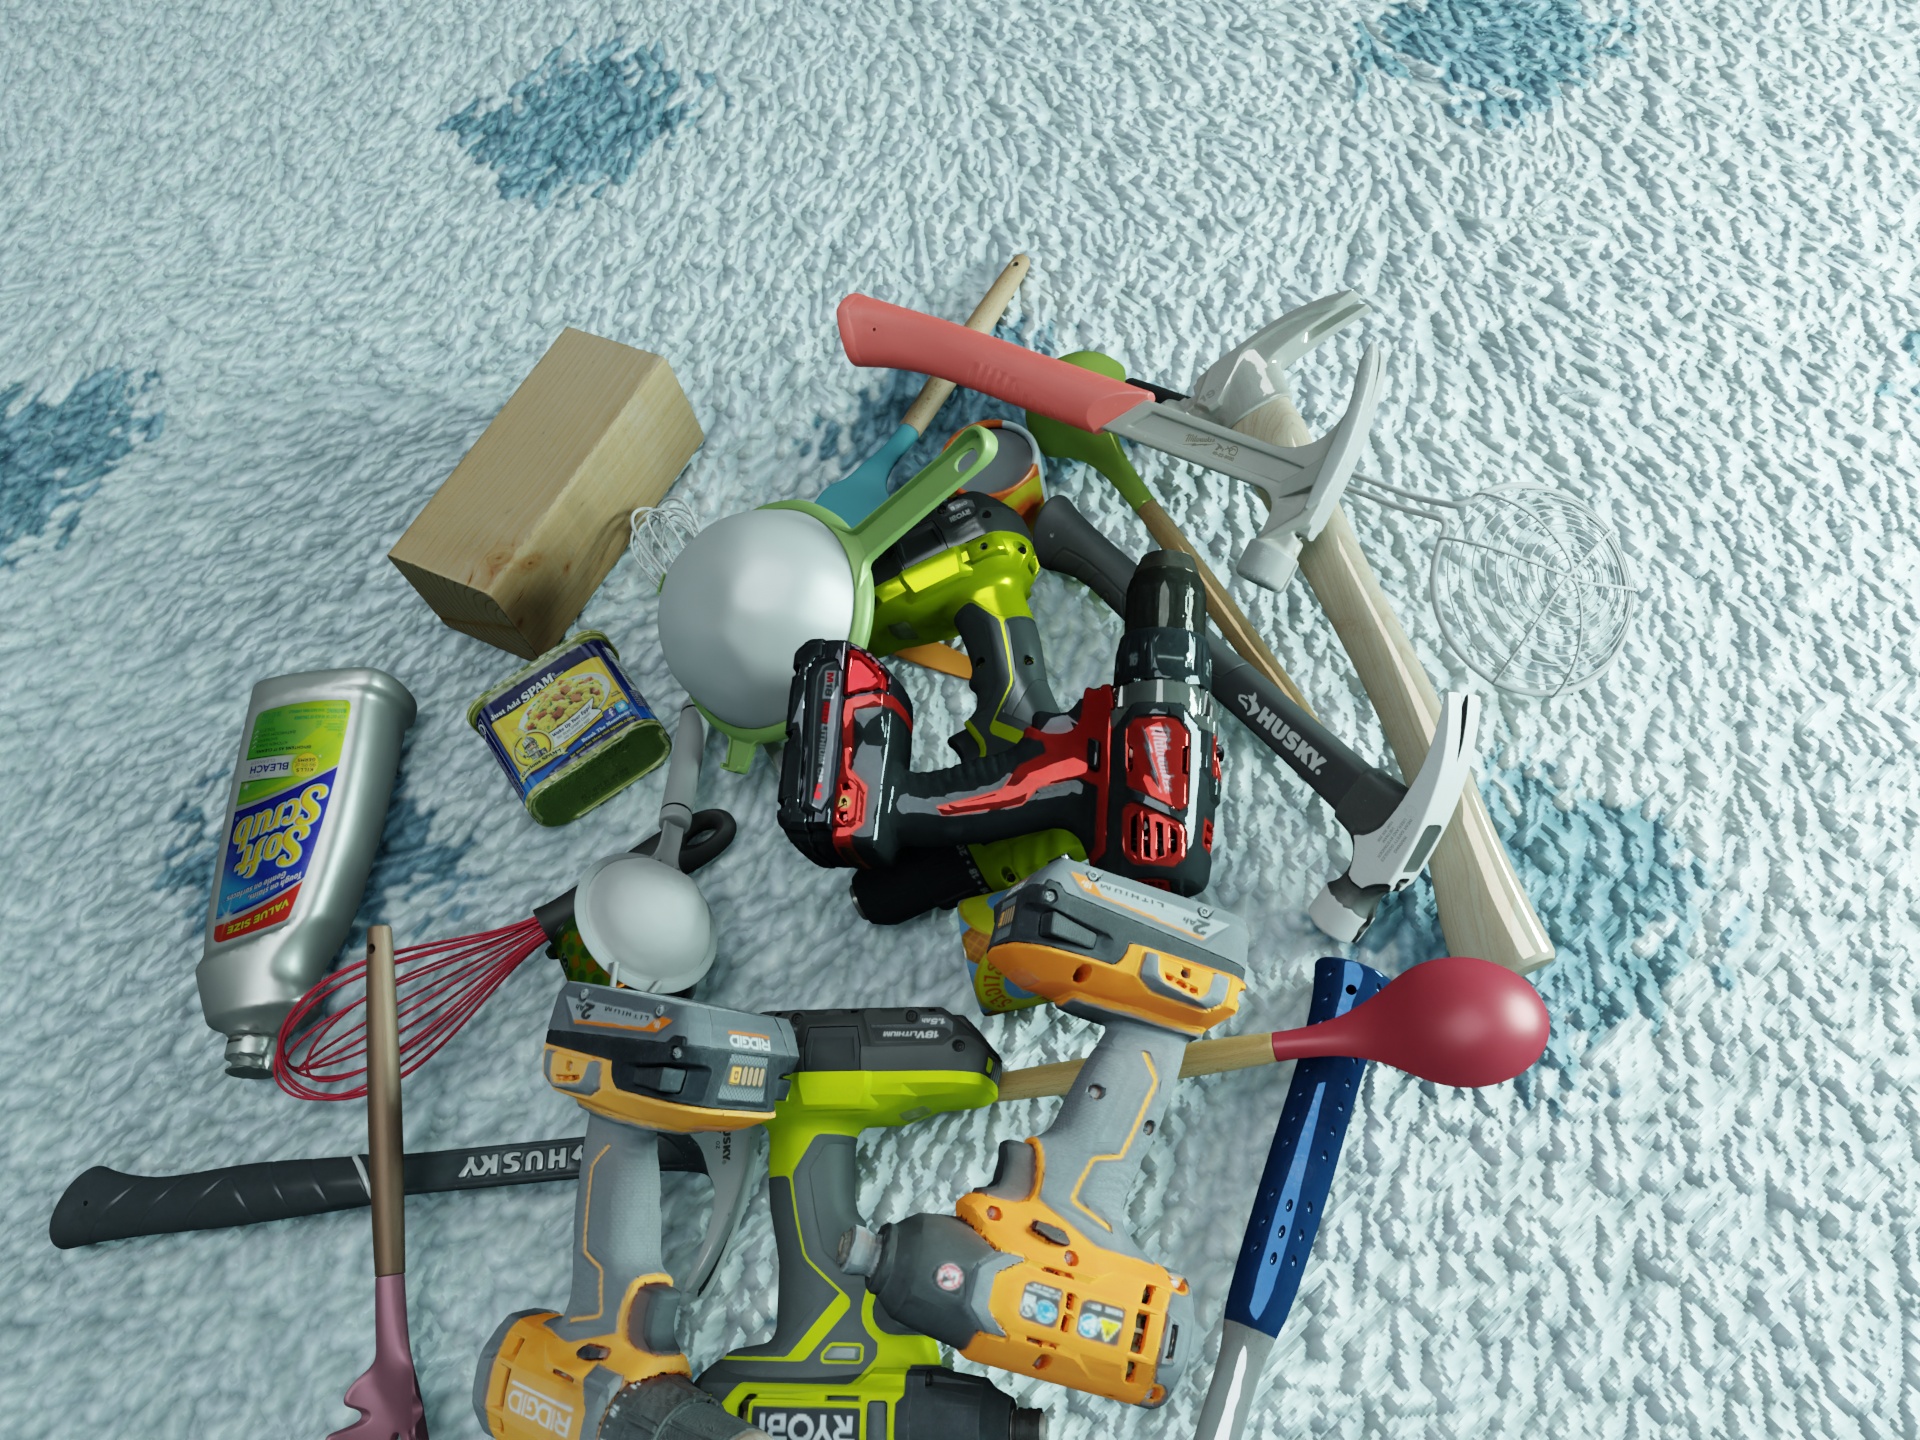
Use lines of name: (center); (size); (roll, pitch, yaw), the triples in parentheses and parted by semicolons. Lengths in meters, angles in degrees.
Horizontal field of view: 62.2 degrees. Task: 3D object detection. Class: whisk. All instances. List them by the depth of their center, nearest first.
whisk: (-0.263, 0.130, 0.932); (0.296, 0.073, 0.073); (-30, 59, -14)
whisk: (-0.150, -0.052, 1.022); (0.057, 0.059, 0.247); (-47, 60, 26)

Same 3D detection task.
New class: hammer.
hammer: (0.141, 0.305, 0.761); (0.144, 0.035, 0.406); (15, 64, 19)
hammer: (-0.309, 0.257, 0.879); (0.409, 0.036, 0.149); (-8, 60, 7)
hammer: (0.241, -0.053, 0.904); (0.146, 0.038, 0.411); (-32, 63, 27)
hammer: (0.152, -0.035, 0.927); (0.335, 0.035, 0.146); (47, 118, 35)
hammer: (0.073, -0.209, 0.980); (0.359, 0.036, 0.149); (27, 95, 27)

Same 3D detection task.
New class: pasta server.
pasta server: (-0.304, 0.262, 0.830); (0.060, 0.040, 0.316); (-15, 71, 19)

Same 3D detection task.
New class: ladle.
ladle: (0.136, 0.170, 0.814); (0.315, 0.031, 0.069); (-13, 52, 18)
ladle: (0.137, -0.113, 1.004); (0.078, 0.062, 0.320); (-42, 65, 22)

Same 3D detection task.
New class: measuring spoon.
measuring spoon: (-0.017, -0.043, 1.007); (0.117, 0.011, 0.021); (23, 67, 22)

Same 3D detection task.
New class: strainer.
strainer: (-0.090, -0.093, 0.918); (0.256, 0.069, 0.152); (-36, 62, 25)
strainer: (-0.166, 0.061, 0.919); (0.050, 0.086, 0.259); (-46, 27, 31)

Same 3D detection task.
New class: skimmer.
skimmer: (0.242, -0.133, 0.999); (0.364, 0.090, 0.127); (31, 73, 36)

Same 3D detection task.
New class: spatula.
spatula: (-0.024, -0.210, 1.100); (0.082, 0.044, 0.318); (19, 61, 21)

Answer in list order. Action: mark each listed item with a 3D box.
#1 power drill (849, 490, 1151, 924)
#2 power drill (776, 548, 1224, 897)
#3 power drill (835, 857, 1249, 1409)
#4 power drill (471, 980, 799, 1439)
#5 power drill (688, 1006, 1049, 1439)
power drill: (-0.001, -0.003, 0.938); (0.190, 0.080, 0.229); (-25, 64, 6)
power drill: (0.027, -0.001, 0.851); (0.227, 0.080, 0.188); (1, 72, 12)
power drill: (0.042, 0.186, 0.748); (0.164, 0.084, 0.227); (19, 69, -10)
power drill: (-0.140, 0.247, 0.747); (0.185, 0.084, 0.226); (1, 77, 41)
power drill: (-0.042, 0.262, 0.793); (0.171, 0.080, 0.223); (-4, 68, 11)
